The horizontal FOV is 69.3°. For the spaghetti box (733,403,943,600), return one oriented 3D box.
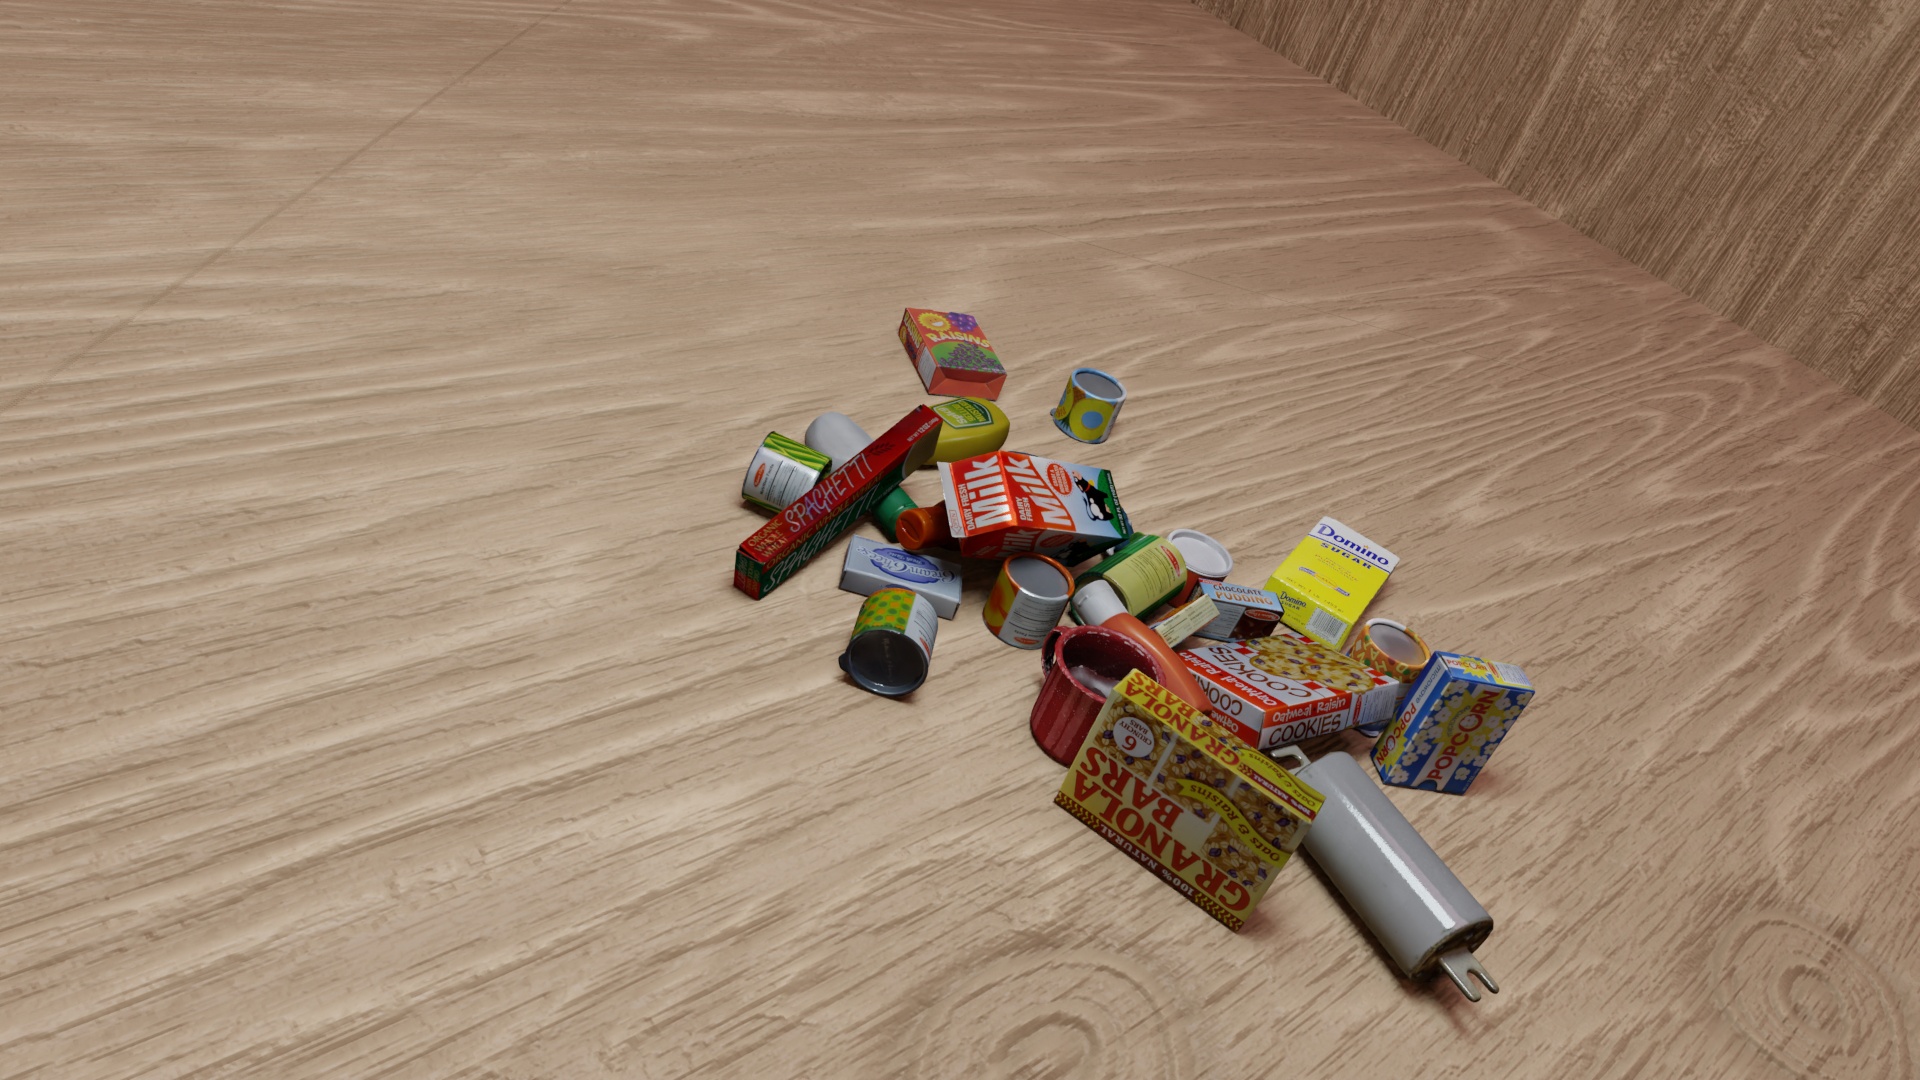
[{"bbox_3d":[-0.102,-0.037,1.199,0.029,0.049,0.251,34,49,16],"label":"spaghetti box"}]

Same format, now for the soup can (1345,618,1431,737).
[{"bbox_3d":[0.378,0.124,1.257,0.071,0.083,0.072,15,35,-11],"label":"soup can"}]

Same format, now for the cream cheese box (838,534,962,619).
[{"bbox_3d":[-0.050,0.031,1.202,0.104,0.024,0.054,16,35,-8],"label":"cream cheese box"}]

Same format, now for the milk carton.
[{"bbox_3d":[0.055,-0.027,1.223,0.191,0.073,0.072,7,62,-44],"label":"milk carton"}]

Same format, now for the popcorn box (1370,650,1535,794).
[{"bbox_3d":[0.423,0.158,1.198,0.085,0.126,0.038,10,33,-17],"label":"popcorn box"}]

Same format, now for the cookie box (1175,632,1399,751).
[{"bbox_3d":[0.273,0.128,1.200,0.168,0.040,0.123,-6,21,-34],"label":"cookie box"}]

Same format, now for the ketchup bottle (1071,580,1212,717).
[{"bbox_3d":[0.146,0.100,1.162,0.043,0.064,0.149,8,42,-51],"label":"ketchup bottle"}]

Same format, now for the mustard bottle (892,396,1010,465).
[{"bbox_3d":[-0.022,-0.104,1.382,0.161,0.048,0.065,-18,49,-43],"label":"mustard bottle"}]

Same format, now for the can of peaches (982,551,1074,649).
[{"bbox_3d":[0.059,0.049,1.207,0.071,0.057,0.071,15,35,-10],"label":"can of peaches"}]

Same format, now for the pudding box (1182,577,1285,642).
[{"bbox_3d":[0.252,0.068,1.295,0.084,0.049,0.030,11,37,-14],"label":"pudding box"}]

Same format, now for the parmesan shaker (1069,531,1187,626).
[{"bbox_3d":[0.151,0.039,1.263,0.071,0.071,0.103,37,38,21],"label":"parmesan shaker"}]

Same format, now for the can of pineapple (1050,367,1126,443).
[{"bbox_3d":[0.141,-0.149,1.524,0.071,0.057,0.071,14,35,-10],"label":"can of pineapple"}]

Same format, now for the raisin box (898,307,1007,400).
[{"bbox_3d":[-0.011,-0.208,1.539,0.086,0.039,0.124,3,38,-24],"label":"raisin box"}]

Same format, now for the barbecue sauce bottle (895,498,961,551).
[{"bbox_3d":[0.004,-0.016,1.260,0.149,0.043,0.065,-7,50,-49],"label":"barbecue sauce bottle"}]

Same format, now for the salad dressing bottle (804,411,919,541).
[{"bbox_3d":[-0.089,-0.059,1.290,0.064,0.043,0.148,-12,48,-40],"label":"salad dressing bottle"}]

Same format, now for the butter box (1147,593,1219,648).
[{"bbox_3d":[0.184,0.081,1.231,0.104,0.053,0.024,-25,84,-50],"label":"butter box"}]

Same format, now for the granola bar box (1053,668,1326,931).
[{"bbox_3d":[0.164,0.189,1.015,0.166,0.123,0.039,34,36,17],"label":"granola bar box"}]

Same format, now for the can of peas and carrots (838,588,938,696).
[{"bbox_3d":[-0.056,0.080,1.098,0.071,0.070,0.059,19,34,-4],"label":"can of peas and carrots"}]

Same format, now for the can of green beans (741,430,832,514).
[{"bbox_3d":[-0.153,-0.055,1.229,0.058,0.071,0.071,24,34,3],"label":"can of green beans"}]

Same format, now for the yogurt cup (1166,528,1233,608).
[{"bbox_3d":[0.219,0.030,1.325,0.072,0.053,0.073,15,35,-10],"label":"yogurt cup"}]
